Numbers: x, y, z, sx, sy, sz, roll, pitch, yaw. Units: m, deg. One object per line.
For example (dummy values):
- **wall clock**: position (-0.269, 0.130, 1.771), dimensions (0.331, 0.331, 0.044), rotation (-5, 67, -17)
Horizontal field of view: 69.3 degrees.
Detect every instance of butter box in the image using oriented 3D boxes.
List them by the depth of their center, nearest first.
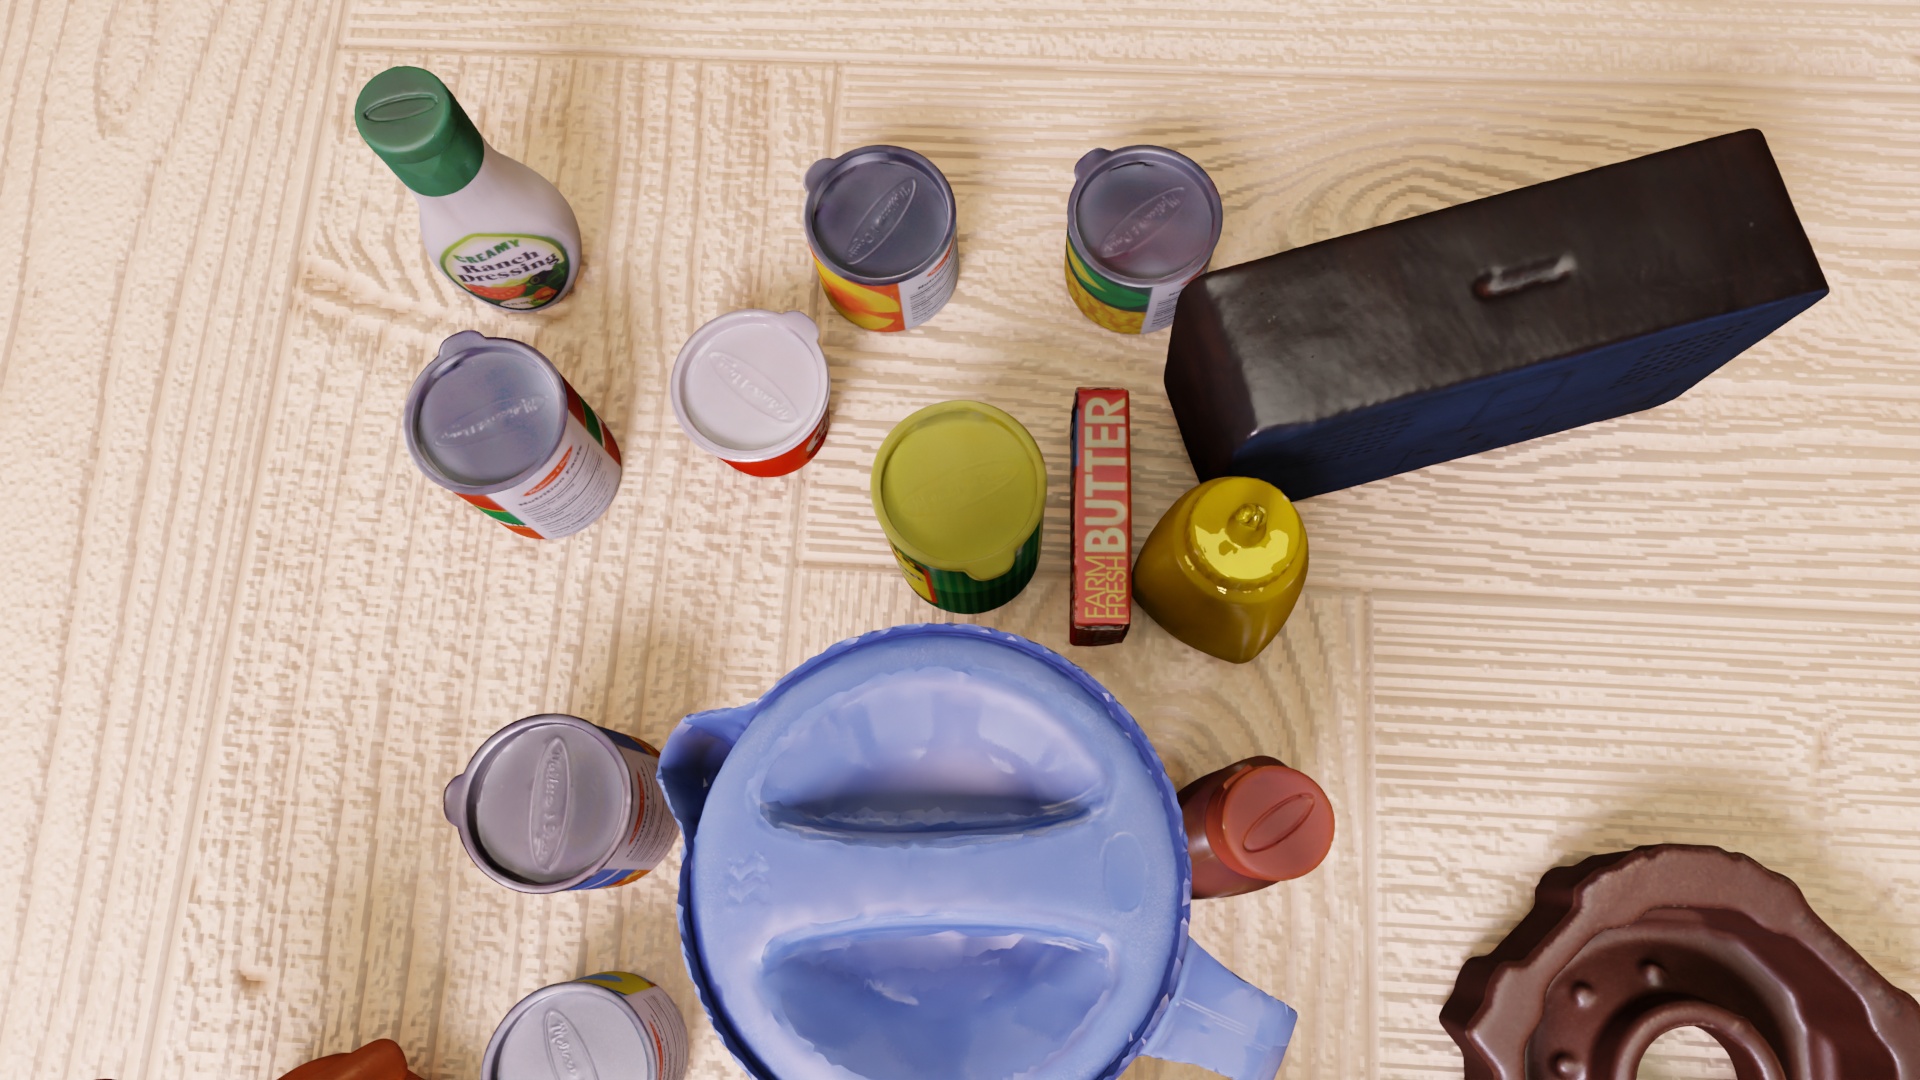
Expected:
- **butter box**: position (0.059, -0.009, 0.590), dimensions (0.024, 0.053, 0.103), rotation (1, 76, 2)

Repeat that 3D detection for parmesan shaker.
- **parmesan shaker**: position (0.002, -0.007, 0.566), dimensions (0.071, 0.103, 0.071), rotation (0, 77, 2)

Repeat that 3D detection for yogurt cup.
- **yogurt cup**: position (-0.088, -0.060, 0.608), dimensions (0.072, 0.054, 0.072), rotation (0, 76, 2)

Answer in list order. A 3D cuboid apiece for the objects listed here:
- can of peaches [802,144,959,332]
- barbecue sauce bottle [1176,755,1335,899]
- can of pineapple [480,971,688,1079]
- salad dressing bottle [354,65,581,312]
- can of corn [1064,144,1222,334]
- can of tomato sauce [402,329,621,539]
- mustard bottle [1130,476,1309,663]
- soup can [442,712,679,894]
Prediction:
- **can of peaches**: position (-0.036, -0.135, 0.622), dimensions (0.071, 0.058, 0.071), rotation (0, 76, 2)
- **barbecue sauce bottle**: position (0.103, 0.105, 0.511), dimensions (0.065, 0.148, 0.044), rotation (-35, 78, -6)
- **can of pineapple**: position (-0.146, 0.204, 0.542), dimensions (0.071, 0.057, 0.071), rotation (0, 76, 2)
- **salad dressing bottle**: position (-0.205, -0.144, 0.584), dimensions (0.064, 0.147, 0.044), rotation (-12, 77, -1)
- **can of corn**: position (0.078, -0.134, 0.618), dimensions (0.071, 0.058, 0.071), rotation (0, 76, 2)
- **can of tomato sauce**: position (-0.189, -0.042, 0.592), dimensions (0.071, 0.083, 0.071), rotation (0, 77, 2)
- **mustard bottle**: position (0.102, 0.008, 0.529), dimensions (0.065, 0.160, 0.049), rotation (33, 80, 9)
- **soup can**: position (-0.155, 0.106, 0.554), dimensions (0.071, 0.083, 0.071), rotation (0, 77, 2)
